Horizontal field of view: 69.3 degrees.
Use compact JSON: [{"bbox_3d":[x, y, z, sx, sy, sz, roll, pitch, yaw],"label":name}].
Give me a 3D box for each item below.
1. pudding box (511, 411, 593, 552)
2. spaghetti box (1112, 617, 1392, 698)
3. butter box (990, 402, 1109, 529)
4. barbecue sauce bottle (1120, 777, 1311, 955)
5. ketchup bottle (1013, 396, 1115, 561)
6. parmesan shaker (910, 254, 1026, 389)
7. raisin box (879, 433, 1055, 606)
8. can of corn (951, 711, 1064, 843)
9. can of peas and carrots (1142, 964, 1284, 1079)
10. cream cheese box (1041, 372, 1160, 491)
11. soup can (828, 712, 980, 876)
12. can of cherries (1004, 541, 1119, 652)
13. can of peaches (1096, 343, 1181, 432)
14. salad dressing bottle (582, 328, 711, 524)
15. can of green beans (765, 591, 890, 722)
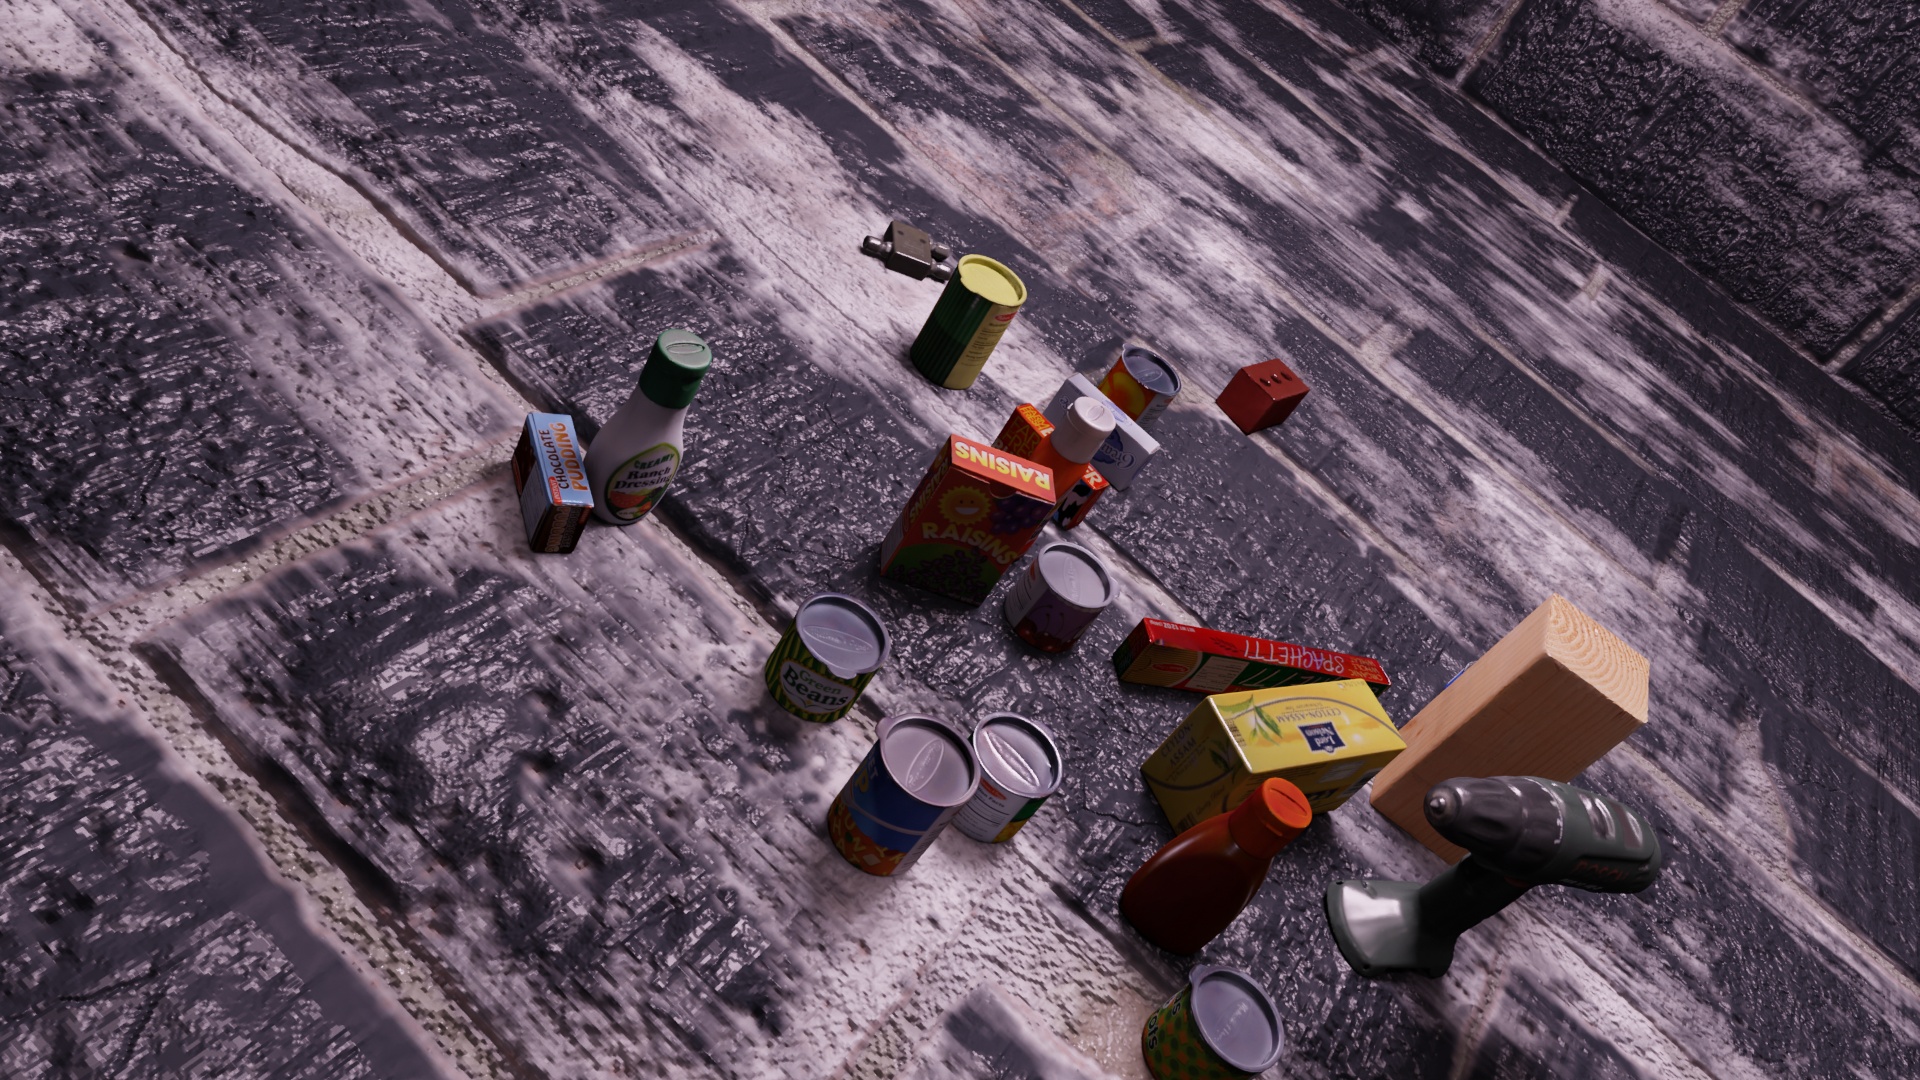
[{"bbox_3d":[-0.269,-0.039,0.912,0.030,0.049,0.084,2,48,-35],"label":"pudding box"},{"bbox_3d":[0.240,0.105,1.128,0.250,0.050,0.029,11,44,-27],"label":"spaghetti box"},{"bbox_3d":[0.074,-0.064,1.185,0.103,0.052,0.024,48,40,17],"label":"butter box"},{"bbox_3d":[0.166,0.207,0.887,0.065,0.147,0.044,36,38,1],"label":"barbecue sauce bottle"},{"bbox_3d":[0.067,-0.048,1.086,0.043,0.148,0.065,39,38,5],"label":"ketchup bottle"},{"bbox_3d":[0.003,-0.192,1.228,0.071,0.102,0.072,20,40,-18],"label":"parmesan shaker"},{"bbox_3d":[0.004,-0.013,1.023,0.086,0.122,0.040,20,40,-18],"label":"raisin box"},{"bbox_3d":[0.027,0.155,0.914,0.071,0.058,0.071,20,40,-18],"label":"can of corn"},{"bbox_3d":[0.152,0.302,0.849,0.071,0.058,0.071,20,40,-18],"label":"can of peas and carrots"},{"bbox_3d":[0.126,-0.098,1.258,0.104,0.053,0.024,43,39,11],"label":"cream cheese box"},{"bbox_3d":[-0.038,0.154,0.848,0.071,0.083,0.072,20,40,-18],"label":"soup can"},{"bbox_3d":[0.078,0.045,1.067,0.071,0.058,0.072,20,40,-18],"label":"can of cherries"},{"bbox_3d":[0.167,-0.145,1.333,0.071,0.057,0.071,20,40,-18],"label":"can of peaches"},{"bbox_3d":[-0.206,-0.074,0.916,0.064,0.147,0.044,-11,56,-42],"label":"salad dressing bottle"},{"bbox_3d":[-0.088,0.077,0.914,0.071,0.057,0.071,20,40,-18],"label":"can of green beans"}]
